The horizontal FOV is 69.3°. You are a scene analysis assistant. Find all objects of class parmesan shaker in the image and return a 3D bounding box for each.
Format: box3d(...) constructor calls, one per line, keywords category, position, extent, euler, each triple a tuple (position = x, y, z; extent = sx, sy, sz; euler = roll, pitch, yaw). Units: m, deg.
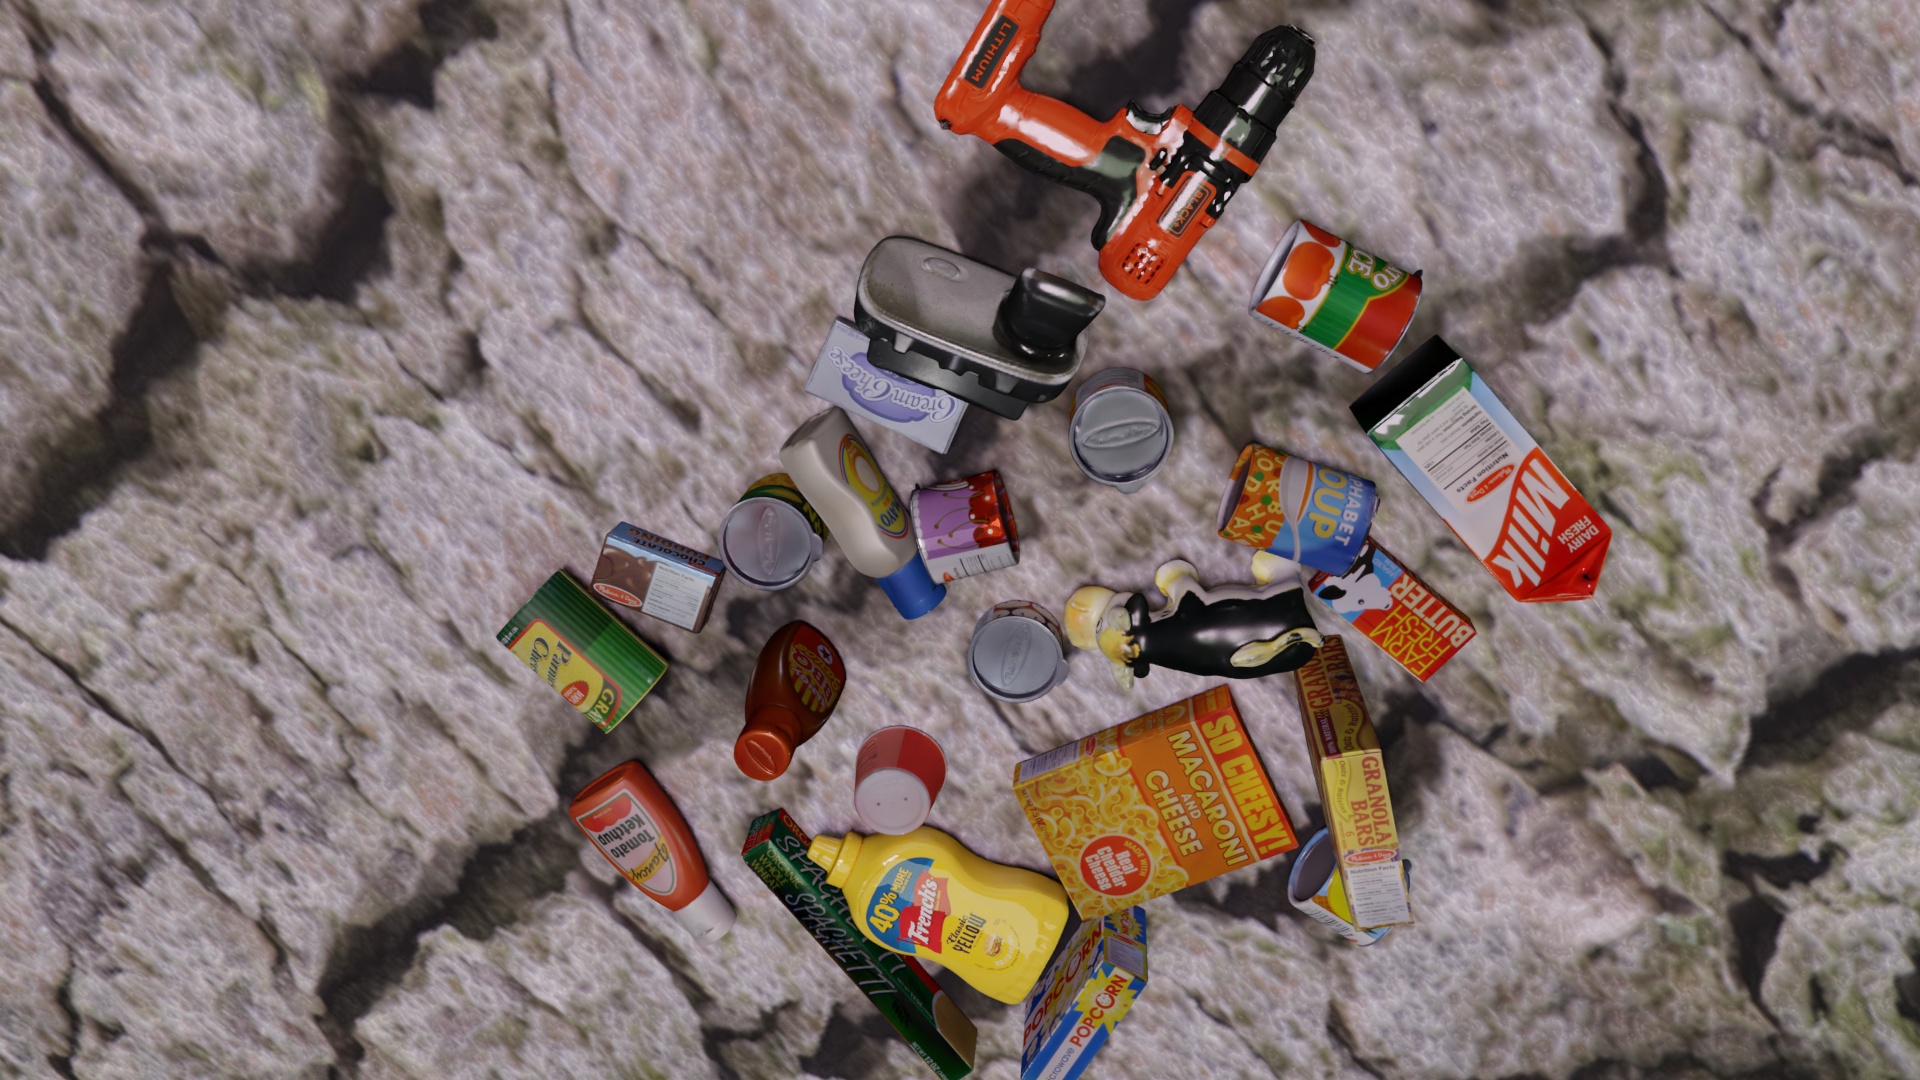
box3d(category="parmesan shaker", position=(-0.268, 0.079, 0.982), extent=(0.103, 0.071, 0.071), euler=(43, 108, -9))

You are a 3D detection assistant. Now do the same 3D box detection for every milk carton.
box3d(category="milk carton", position=(0.340, -0.032, 0.880), extent=(0.073, 0.072, 0.190), euler=(-41, 100, 17))

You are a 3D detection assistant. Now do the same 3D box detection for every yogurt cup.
box3d(category="yogurt cup", position=(-0.046, 0.175, 0.999), extent=(0.072, 0.054, 0.072), euler=(2, 109, 5))

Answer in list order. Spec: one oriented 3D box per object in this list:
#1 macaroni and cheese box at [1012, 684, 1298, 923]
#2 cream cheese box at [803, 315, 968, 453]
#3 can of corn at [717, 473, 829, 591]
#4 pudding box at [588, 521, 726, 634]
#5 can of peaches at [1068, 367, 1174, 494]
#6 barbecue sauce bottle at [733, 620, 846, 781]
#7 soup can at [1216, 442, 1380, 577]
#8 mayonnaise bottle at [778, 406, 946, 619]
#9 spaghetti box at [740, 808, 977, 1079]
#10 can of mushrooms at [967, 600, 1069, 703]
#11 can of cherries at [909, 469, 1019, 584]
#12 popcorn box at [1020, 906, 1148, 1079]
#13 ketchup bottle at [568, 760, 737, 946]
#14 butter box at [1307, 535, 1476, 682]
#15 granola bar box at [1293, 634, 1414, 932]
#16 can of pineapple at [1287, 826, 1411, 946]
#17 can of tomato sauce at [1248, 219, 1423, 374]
box3d(category="macaroni and cheese box", position=(0.139, 0.189, 0.994), extent=(0.166, 0.040, 0.123), euler=(-23, 105, 13))
box3d(category="cream cheese box", position=(-0.045, -0.103, 0.917), extent=(0.104, 0.024, 0.053), euler=(24, 110, -3))
box3d(category="can of corn", position=(-0.122, -0.006, 0.941), extent=(0.071, 0.058, 0.071), euler=(2, 109, 5))
box3d(category="pudding box", position=(-0.212, 0.026, 0.976), extent=(0.084, 0.030, 0.049), euler=(21, 111, -2))
box3d(category="can of peaches", position=(0.103, -0.072, 0.896), extent=(0.071, 0.058, 0.071), euler=(2, 110, 4))
box3d(category="barbecue sauce bottle", position=(-0.117, 0.110, 0.933), extent=(0.043, 0.149, 0.065), euler=(-34, 103, 17))
box3d(category="soup can", position=(0.217, -0.021, 0.897), extent=(0.084, 0.071, 0.071), euler=(18, 110, -1))
box3d(category="mayonnaise bottle", position=(-0.062, -0.015, 0.932), extent=(0.041, 0.065, 0.147), euler=(-24, 110, 28))
box3d(category="spaghetti box", position=(-0.074, 0.308, 1.051), extent=(0.028, 0.050, 0.249), euler=(-36, 102, 14))
box3d(category="can of mushrooms", position=(0.041, 0.078, 0.968), extent=(0.071, 0.033, 0.070), euler=(2, 109, 5))
box3d(category="can of cherries", position=(0.003, -0.012, 0.924), extent=(0.058, 0.072, 0.071), euler=(-14, 107, 10))
box3d(category="popcorn box", position=(0.091, 0.336, 1.026), extent=(0.038, 0.085, 0.126), euler=(28, 110, -4))
box3d(category="ketchup bottle", position=(-0.225, 0.238, 1.045), extent=(0.064, 0.044, 0.148), euler=(-31, 104, 15))
box3d(category="butter box", position=(0.291, 0.045, 0.937), extent=(0.103, 0.024, 0.053), euler=(38, 109, -8))
box3d(category="granola bar box", position=(0.251, 0.152, 0.903), extent=(0.039, 0.166, 0.123), euler=(-12, 108, 11))
box3d(category="can of pineapple", position=(0.276, 0.243, 0.987), extent=(0.058, 0.071, 0.070), euler=(31, 109, -6))
box3d(category="can of tomato sauce", position=(0.230, -0.151, 0.852), extent=(0.083, 0.071, 0.071), euler=(26, 110, -3))
